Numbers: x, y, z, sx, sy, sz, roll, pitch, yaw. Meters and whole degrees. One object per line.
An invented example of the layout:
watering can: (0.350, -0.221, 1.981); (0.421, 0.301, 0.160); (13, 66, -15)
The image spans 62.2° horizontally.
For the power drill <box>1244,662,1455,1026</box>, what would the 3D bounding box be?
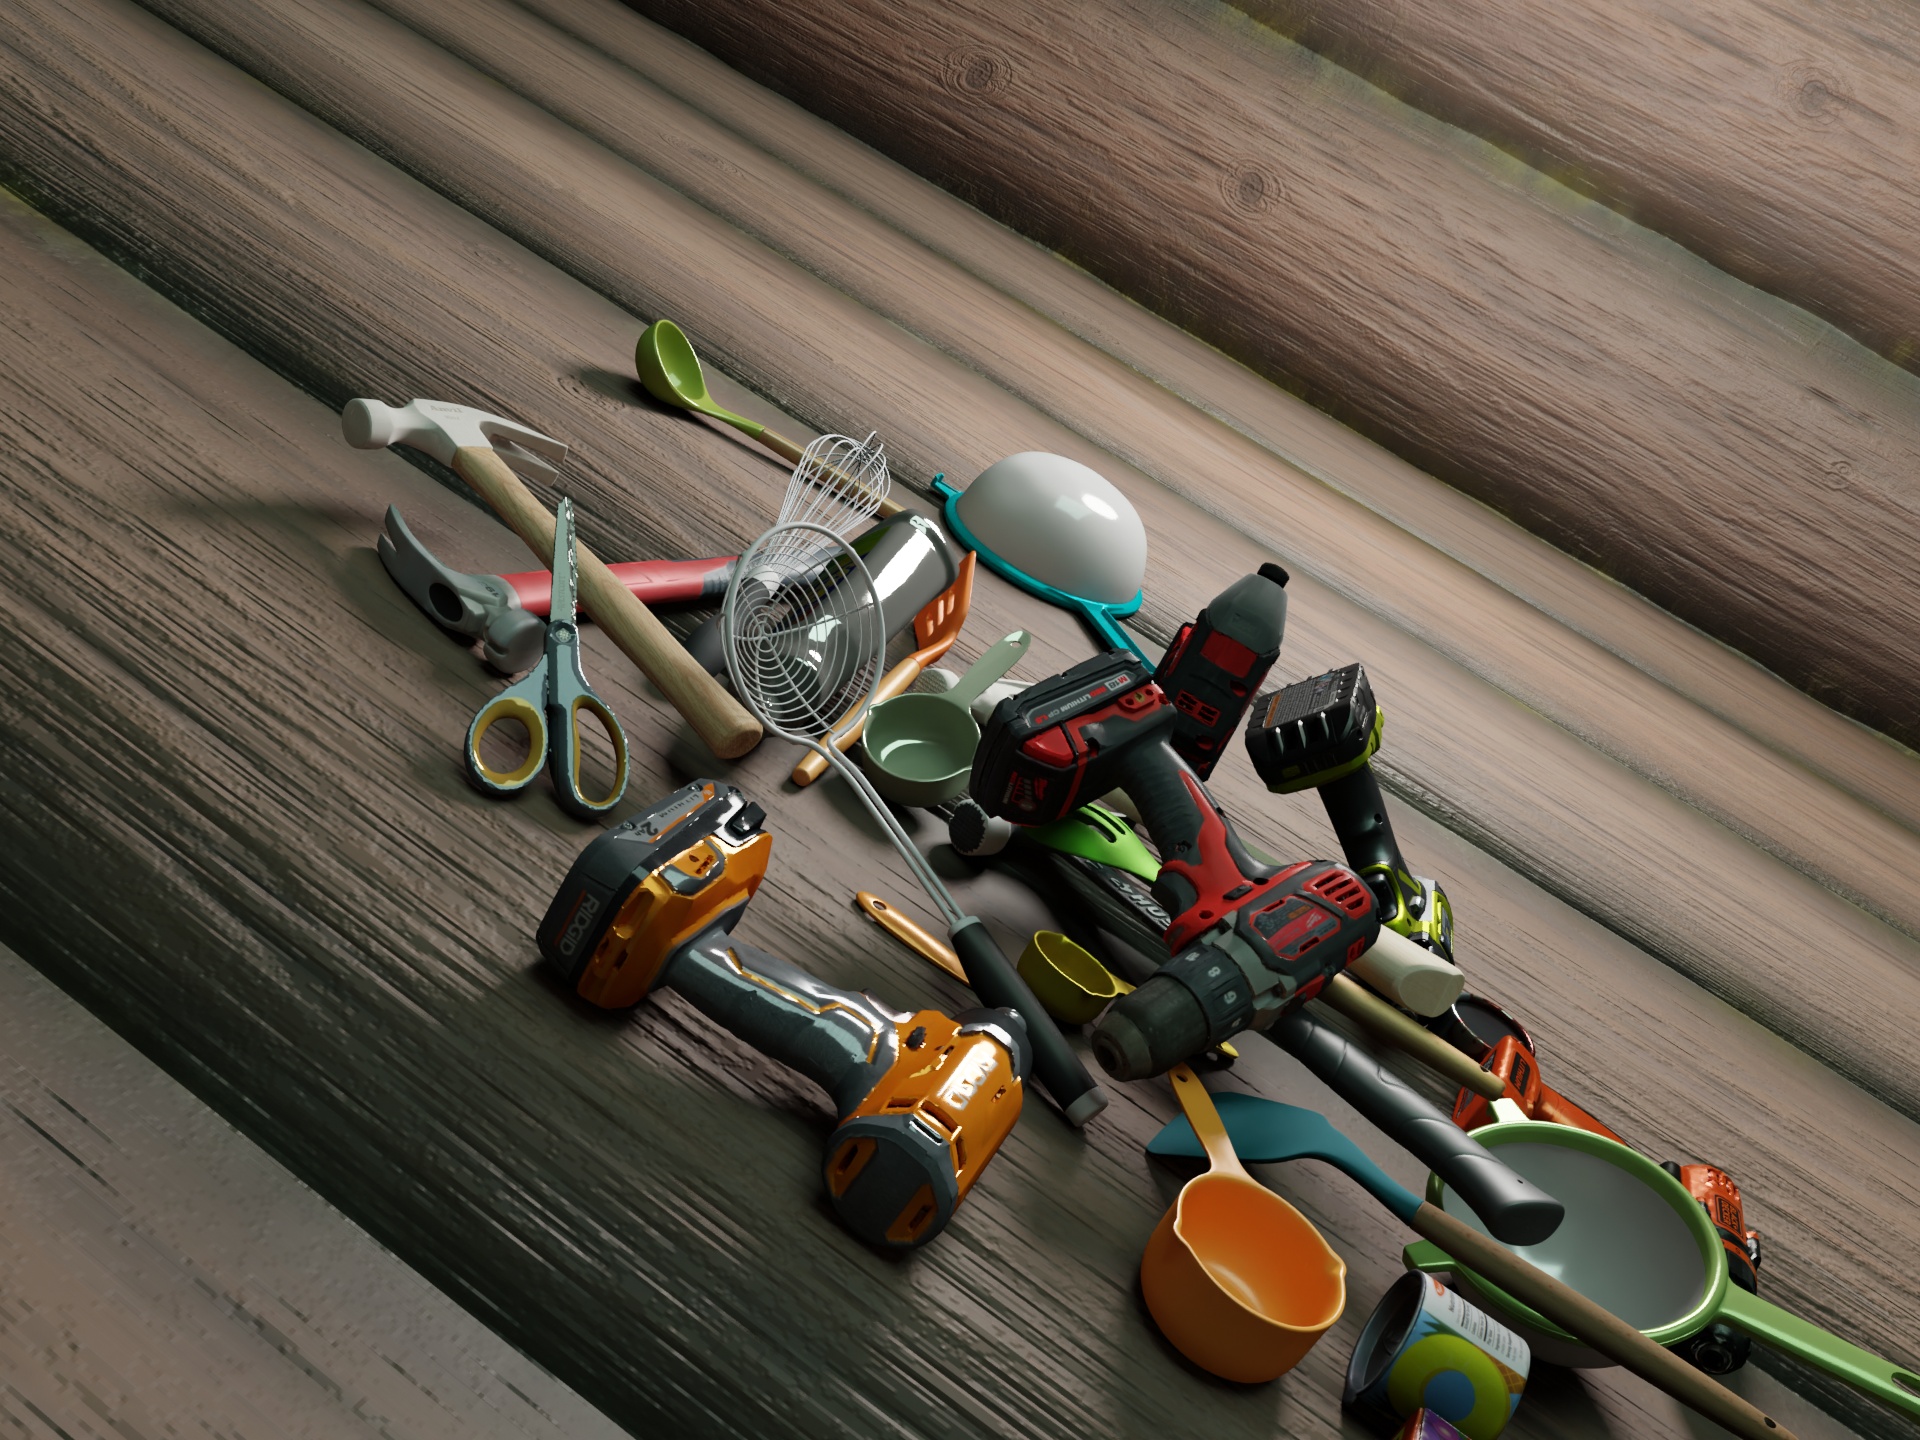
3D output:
power drill: (0.271, 0.088, 1.066); (0.223, 0.080, 0.171); (65, 22, -10)

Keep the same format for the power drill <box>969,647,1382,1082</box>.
power drill: (0.099, 0.081, 0.880); (0.188, 0.080, 0.227); (-25, 61, -31)

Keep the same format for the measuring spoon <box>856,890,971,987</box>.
measuring spoon: (-0.010, 0.128, 0.893); (0.117, 0.011, 0.021); (34, 26, 13)

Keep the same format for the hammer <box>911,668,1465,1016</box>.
hammer: (0.149, 0.068, 1.039); (0.411, 0.038, 0.146); (33, 18, 37)

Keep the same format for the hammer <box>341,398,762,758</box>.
hammer: (-0.232, -0.093, 0.966); (0.331, 0.031, 0.130); (44, 29, 22)

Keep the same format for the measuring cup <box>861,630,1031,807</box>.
measuring cup: (-0.002, -0.003, 1.050); (0.083, 0.038, 0.168); (29, 49, 19)

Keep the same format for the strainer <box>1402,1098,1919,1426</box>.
strainer: (0.361, 0.306, 0.819); (0.256, 0.069, 0.151); (22, 35, 27)

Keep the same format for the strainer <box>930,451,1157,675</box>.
strainer: (0.120, -0.157, 1.458); (0.210, 0.095, 0.341); (12, 29, -31)

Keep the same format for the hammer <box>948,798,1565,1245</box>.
hammer: (0.169, 0.159, 0.927); (0.149, 0.036, 0.409); (3, 27, -46)

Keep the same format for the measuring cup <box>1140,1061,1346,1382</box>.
measuring cup: (0.119, 0.240, 0.772); (0.095, 0.052, 0.174); (18, 25, -21)

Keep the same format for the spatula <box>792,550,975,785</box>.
spatula: (-0.051, -0.034, 1.116); (0.041, 0.081, 0.323); (42, 31, -1)

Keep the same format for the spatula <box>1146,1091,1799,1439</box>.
spatula: (0.245, 0.265, 0.782); (0.318, 0.044, 0.082); (29, 27, 28)

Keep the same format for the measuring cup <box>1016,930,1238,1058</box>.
measuring cup: (0.097, 0.170, 0.918); (0.156, 0.029, 0.062); (31, 14, -23)

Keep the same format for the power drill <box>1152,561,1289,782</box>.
power drill: (0.181, -0.031, 1.146); (0.078, 0.143, 0.219); (30, -6, 6)

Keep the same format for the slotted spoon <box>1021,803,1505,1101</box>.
slotted spoon: (0.171, 0.126, 0.924); (0.314, 0.031, 0.070); (32, 22, 20)

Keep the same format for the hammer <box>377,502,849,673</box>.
hammer: (-0.208, -0.105, 1.103); (0.143, 0.038, 0.386); (38, 27, 24)

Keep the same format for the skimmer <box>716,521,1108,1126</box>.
skimmer: (-0.017, 0.049, 0.871); (0.127, 0.090, 0.364); (-8, 55, -50)

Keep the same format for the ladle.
ladle: (-0.149, -0.252, 1.415); (0.320, 0.062, 0.078); (31, 25, -1)

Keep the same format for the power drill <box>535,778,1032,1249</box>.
power drill: (-0.069, 0.129, 0.759); (0.226, 0.084, 0.164); (37, 26, 9)

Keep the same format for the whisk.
whisk: (-0.123, -0.113, 1.098); (0.070, 0.070, 0.285); (29, 49, 2)
